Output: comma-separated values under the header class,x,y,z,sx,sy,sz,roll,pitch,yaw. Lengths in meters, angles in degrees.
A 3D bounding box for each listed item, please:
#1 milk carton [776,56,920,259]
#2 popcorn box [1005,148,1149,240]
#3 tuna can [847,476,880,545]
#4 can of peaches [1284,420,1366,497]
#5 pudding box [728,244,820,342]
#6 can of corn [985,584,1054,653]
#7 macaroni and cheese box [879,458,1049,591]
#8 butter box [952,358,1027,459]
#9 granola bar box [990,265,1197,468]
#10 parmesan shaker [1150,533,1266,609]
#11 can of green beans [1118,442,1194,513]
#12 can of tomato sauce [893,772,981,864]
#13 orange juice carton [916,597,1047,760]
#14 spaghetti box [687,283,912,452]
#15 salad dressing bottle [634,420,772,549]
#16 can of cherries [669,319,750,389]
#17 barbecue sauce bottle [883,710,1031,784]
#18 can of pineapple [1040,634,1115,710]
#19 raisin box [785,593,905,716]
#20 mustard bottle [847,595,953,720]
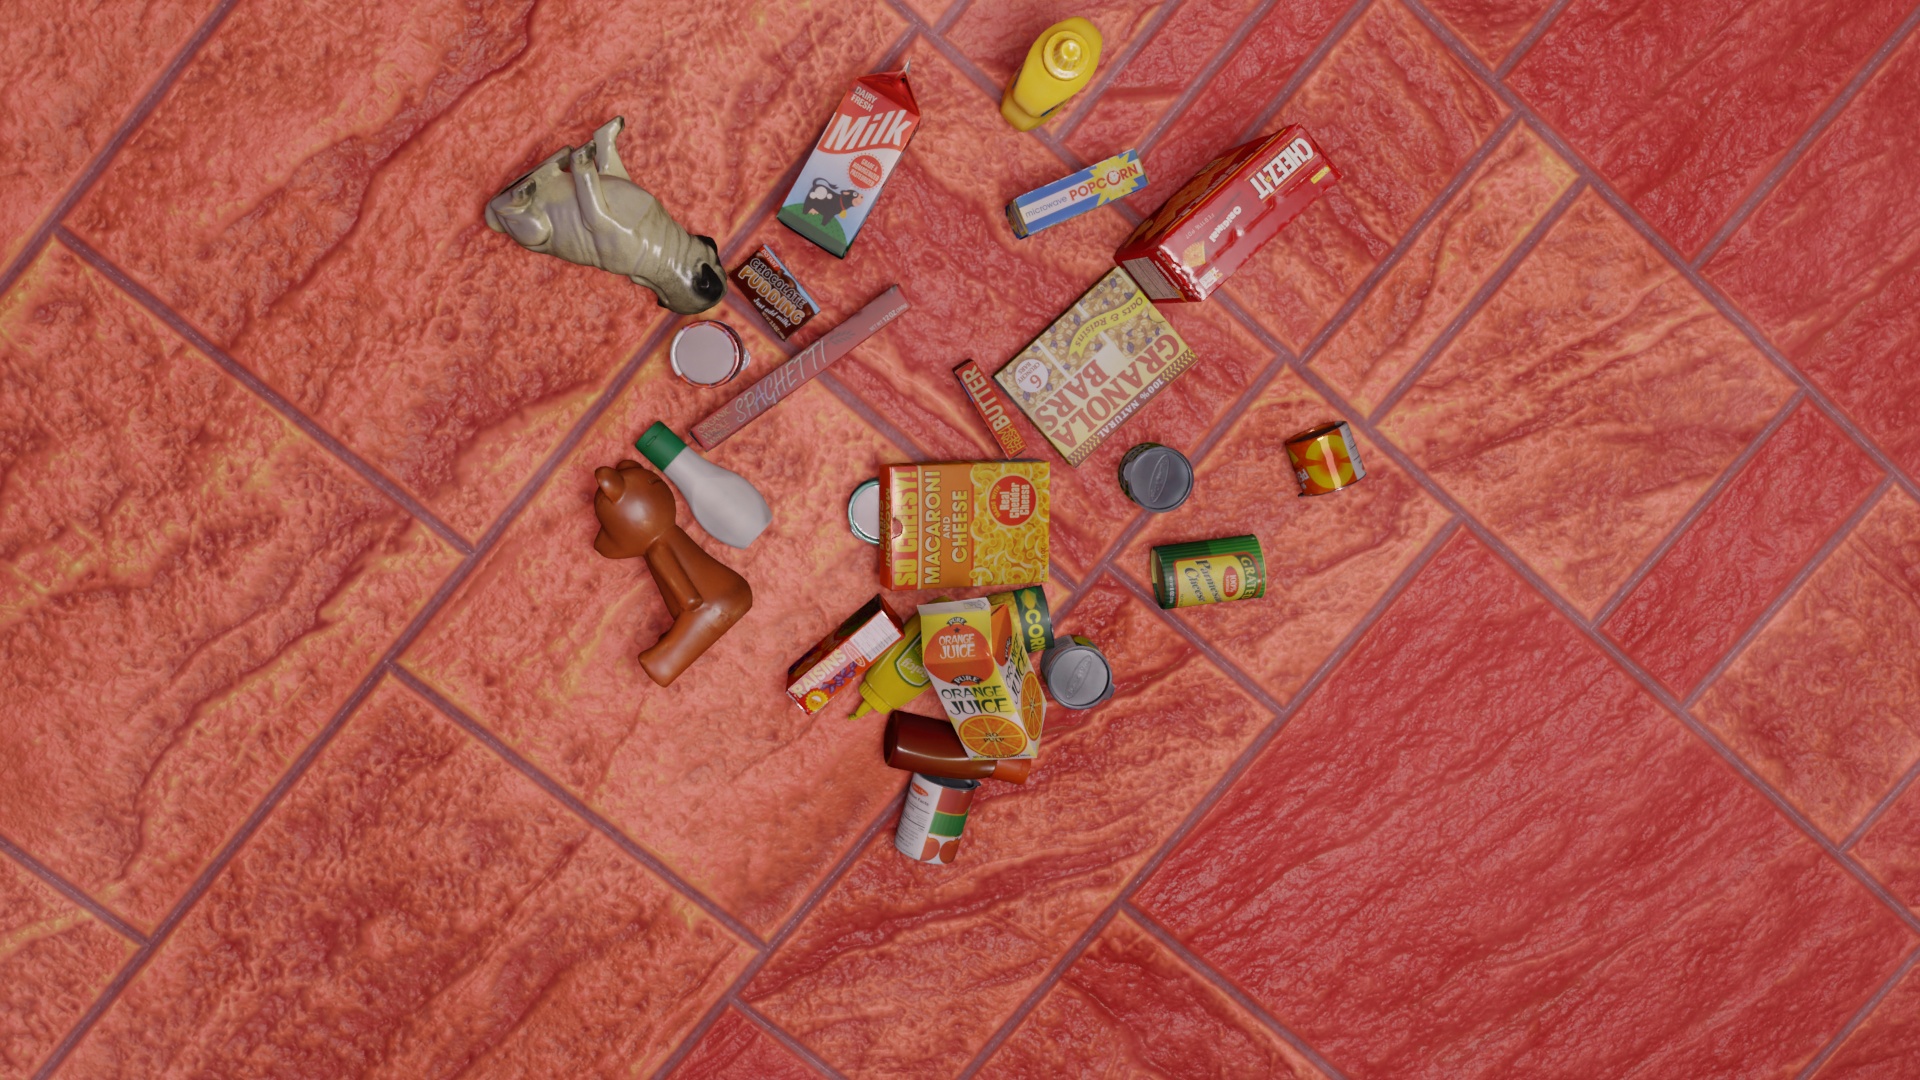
class,x,y,z,sx,sy,sz,roll,pitch,yaw
milk carton,-0.096,-0.368,1.318,0.073,0.072,0.190,30,95,-8
popcorn box,0.109,-0.331,1.333,0.127,0.085,0.038,-23,99,-1
tuna can,-0.082,-0.028,1.387,0.071,0.033,0.071,-1,98,-5
can of peaches,0.365,-0.082,1.398,0.071,0.071,0.058,-22,99,-1
pudding box,-0.180,-0.240,1.351,0.049,0.030,0.083,-39,99,1
can of corn,0.060,0.083,1.394,0.058,0.071,0.071,-11,99,-2
macaroni and cheese box,0.005,-0.017,1.371,0.167,0.040,0.123,-3,98,-20
butter box,0.029,-0.131,1.371,0.024,0.053,0.103,-32,99,3
granola bar box,0.133,-0.172,1.380,0.165,0.039,0.124,-42,99,2
parmesan shaker,0.250,0.035,1.406,0.103,0.071,0.071,-7,99,-3
can of green beans,0.195,-0.064,1.391,0.071,0.058,0.071,-1,99,-4
can of tomato sauce,-0.024,0.279,1.419,0.071,0.071,0.083,15,97,-6
orange juice carton,0.020,0.125,1.338,0.072,0.073,0.191,-6,131,20
spaghetti box,-0.155,-0.168,1.353,0.250,0.050,0.028,-35,98,1
salad dressing bottle,-0.253,-0.056,1.365,0.147,0.044,0.064,43,94,-8
can of cherries,-0.241,-0.180,1.340,0.071,0.058,0.071,-1,98,-4
barbecue sauce bottle,-0.002,0.216,1.415,0.148,0.065,0.043,15,122,-15
can of pineapple,0.118,0.134,1.412,0.071,0.058,0.071,-1,99,-4
raisin box,-0.115,0.112,1.377,0.123,0.086,0.040,-40,101,2
mustard bottle,-0.054,0.129,1.403,0.160,0.049,0.065,-45,103,2
